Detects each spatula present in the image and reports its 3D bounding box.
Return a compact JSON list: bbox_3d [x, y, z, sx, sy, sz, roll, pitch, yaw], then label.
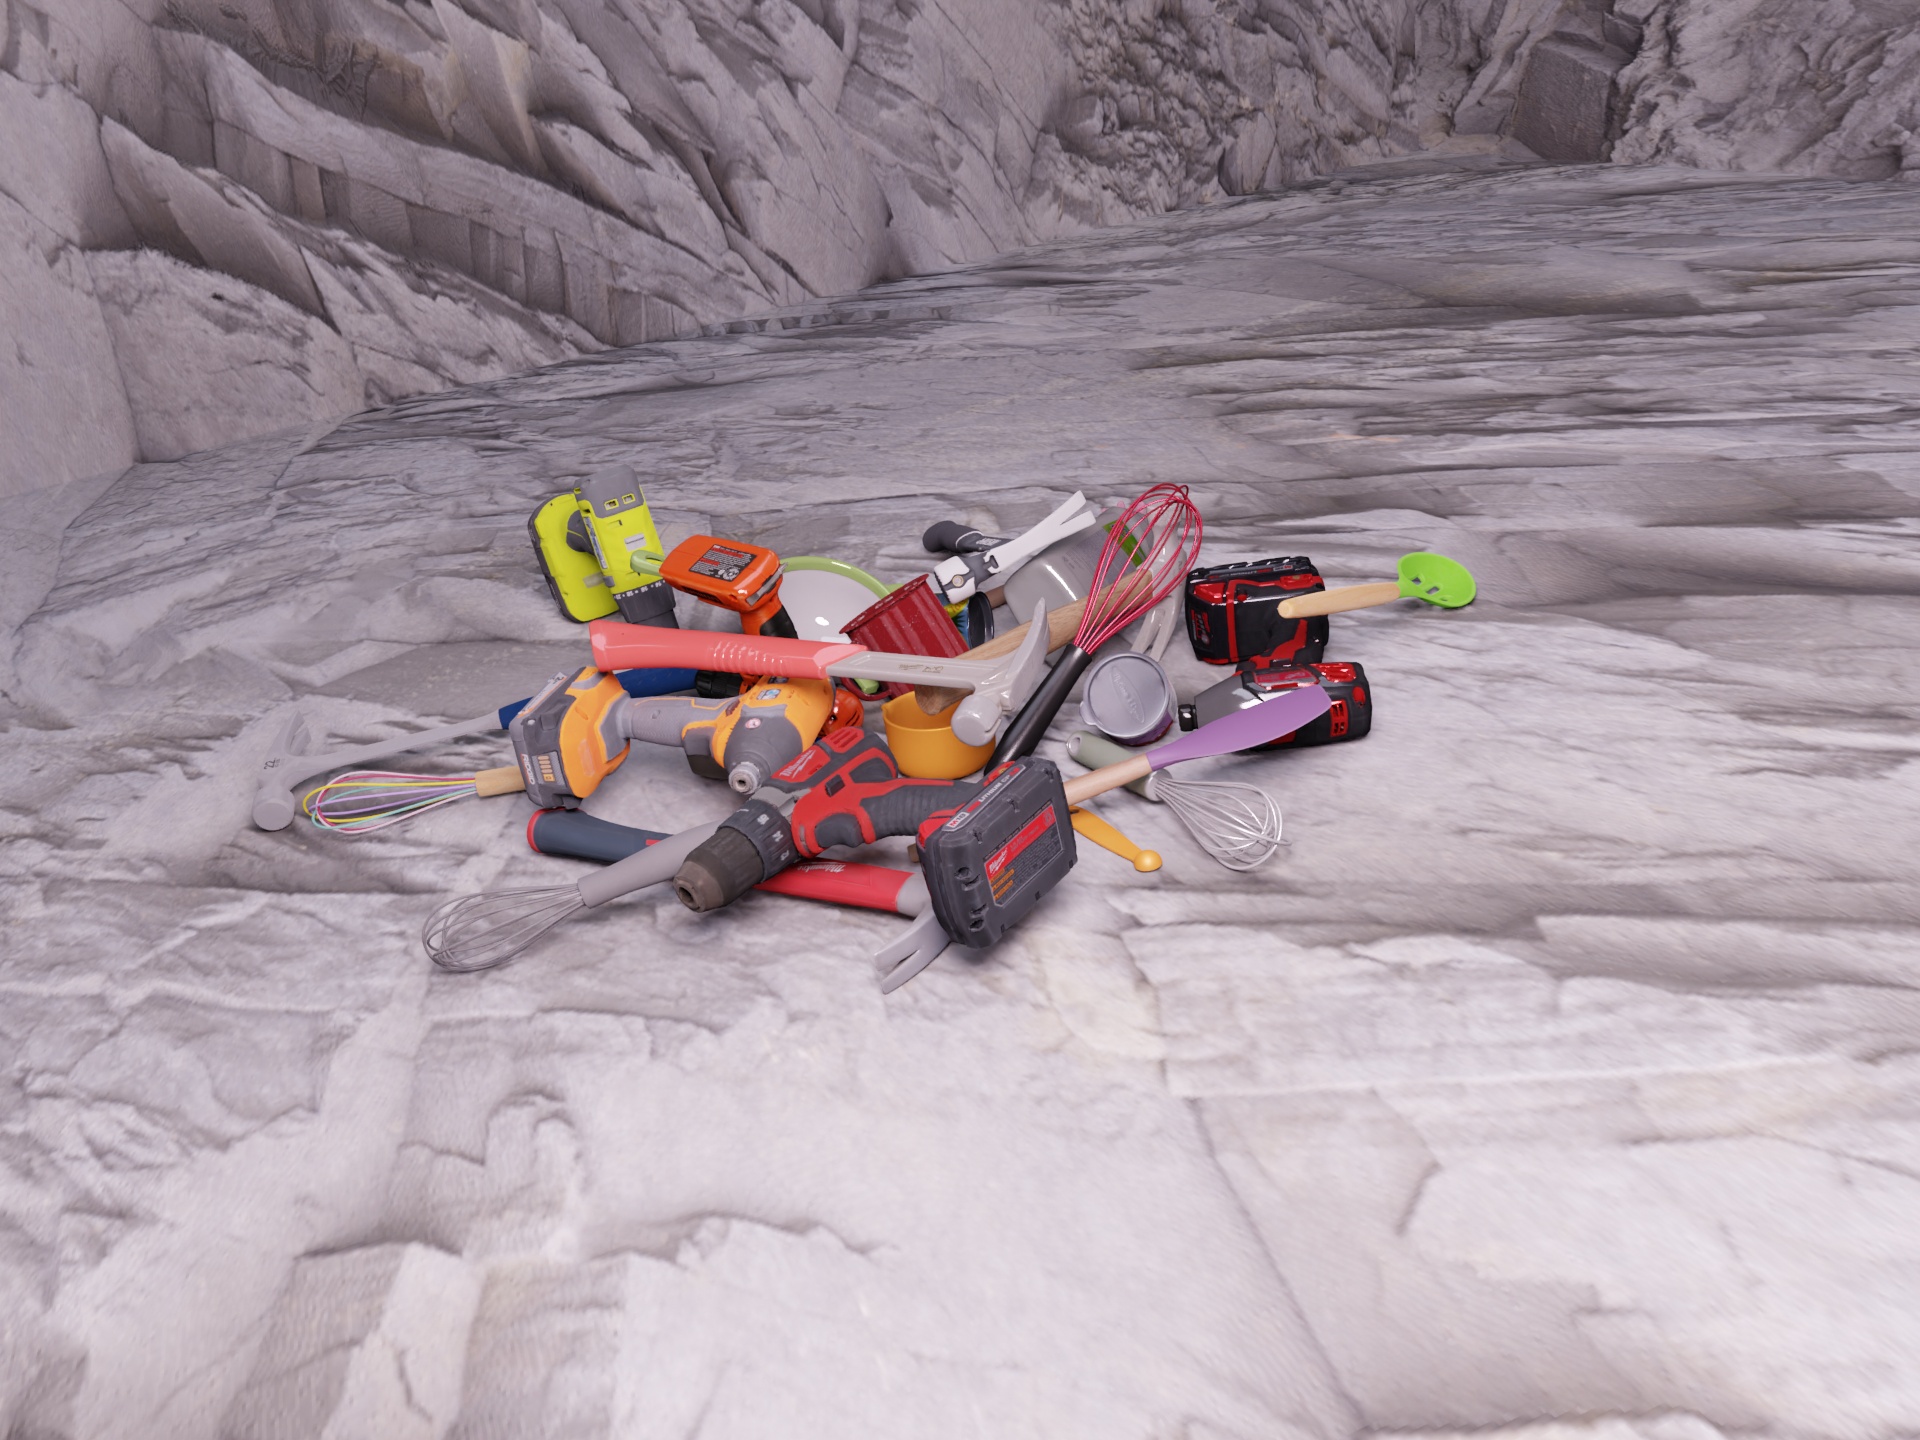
[{"bbox_3d":[0.109,0.040,1.122,0.316,0.018,0.060,-21,23,7],"label":"spatula"}]

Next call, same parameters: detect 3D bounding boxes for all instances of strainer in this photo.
[{"bbox_3d":[-0.180,-0.093,1.453,0.256,0.069,0.152,17,44,-2],"label":"strainer"}]

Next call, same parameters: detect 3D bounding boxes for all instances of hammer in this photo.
[{"bbox_3d":[-0.117,-0.052,1.192,0.359,0.036,0.149,6,39,21],"label":"hammer"},{"bbox_3d":[0.017,-0.175,1.534,0.149,0.036,0.409,-28,12,-4],"label":"hammer"},{"bbox_3d":[0.083,-0.075,1.294,0.031,0.130,0.331,14,31,40],"label":"hammer"},{"bbox_3d":[-0.427,-0.002,1.438,0.405,0.035,0.144,-15,35,-7],"label":"hammer"},{"bbox_3d":[-0.171,0.111,1.137,0.386,0.038,0.143,5,31,30],"label":"hammer"}]

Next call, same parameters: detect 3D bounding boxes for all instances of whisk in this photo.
[{"bbox_3d":[-0.430,0.057,1.342,0.245,0.047,0.051,-9,24,-5],"label":"whisk"},{"bbox_3d":[-0.260,0.116,1.103,0.239,0.055,0.055,-22,26,-2],"label":"whisk"},{"bbox_3d":[0.104,-0.068,1.252,0.073,0.073,0.296,20,70,46],"label":"whisk"},{"bbox_3d":[0.149,0.049,1.143,0.059,0.058,0.246,15,7,-32],"label":"whisk"}]

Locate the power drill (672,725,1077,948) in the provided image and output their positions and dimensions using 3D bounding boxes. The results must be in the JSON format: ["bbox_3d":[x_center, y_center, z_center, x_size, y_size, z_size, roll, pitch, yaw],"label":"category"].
[{"bbox_3d":[-0.060,0.079,1.035,0.227,0.080,0.188,9,35,40],"label":"power drill"}]

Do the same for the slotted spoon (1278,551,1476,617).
[{"bbox_3d":[0.338,-0.104,1.294,0.070,0.031,0.313,44,33,25],"label":"slotted spoon"}]

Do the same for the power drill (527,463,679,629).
[{"bbox_3d":[-0.358,-0.156,1.623,0.080,0.190,0.229,-24,14,-26],"label":"power drill"}]

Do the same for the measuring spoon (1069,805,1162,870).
[{"bbox_3d":[0.104,0.079,1.126,0.021,0.011,0.117,-22,28,-22],"label":"measuring spoon"}]

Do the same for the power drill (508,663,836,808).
[{"bbox_3d":[-0.222,0.013,1.220,0.226,0.084,0.164,-3,26,12],"label":"power drill"}]

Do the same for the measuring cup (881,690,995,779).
[{"bbox_3d":[-0.002,-0.004,1.296,0.095,0.052,0.174,1,23,19],"label":"measuring cup"}]

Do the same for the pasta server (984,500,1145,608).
[{"bbox_3d":[0.069,-0.143,1.567,0.316,0.040,0.060,-26,41,-27],"label":"pasta server"}]

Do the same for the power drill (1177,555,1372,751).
[{"bbox_3d":[0.239,-0.048,1.269,0.143,0.078,0.220,-7,29,7],"label":"power drill"}]
